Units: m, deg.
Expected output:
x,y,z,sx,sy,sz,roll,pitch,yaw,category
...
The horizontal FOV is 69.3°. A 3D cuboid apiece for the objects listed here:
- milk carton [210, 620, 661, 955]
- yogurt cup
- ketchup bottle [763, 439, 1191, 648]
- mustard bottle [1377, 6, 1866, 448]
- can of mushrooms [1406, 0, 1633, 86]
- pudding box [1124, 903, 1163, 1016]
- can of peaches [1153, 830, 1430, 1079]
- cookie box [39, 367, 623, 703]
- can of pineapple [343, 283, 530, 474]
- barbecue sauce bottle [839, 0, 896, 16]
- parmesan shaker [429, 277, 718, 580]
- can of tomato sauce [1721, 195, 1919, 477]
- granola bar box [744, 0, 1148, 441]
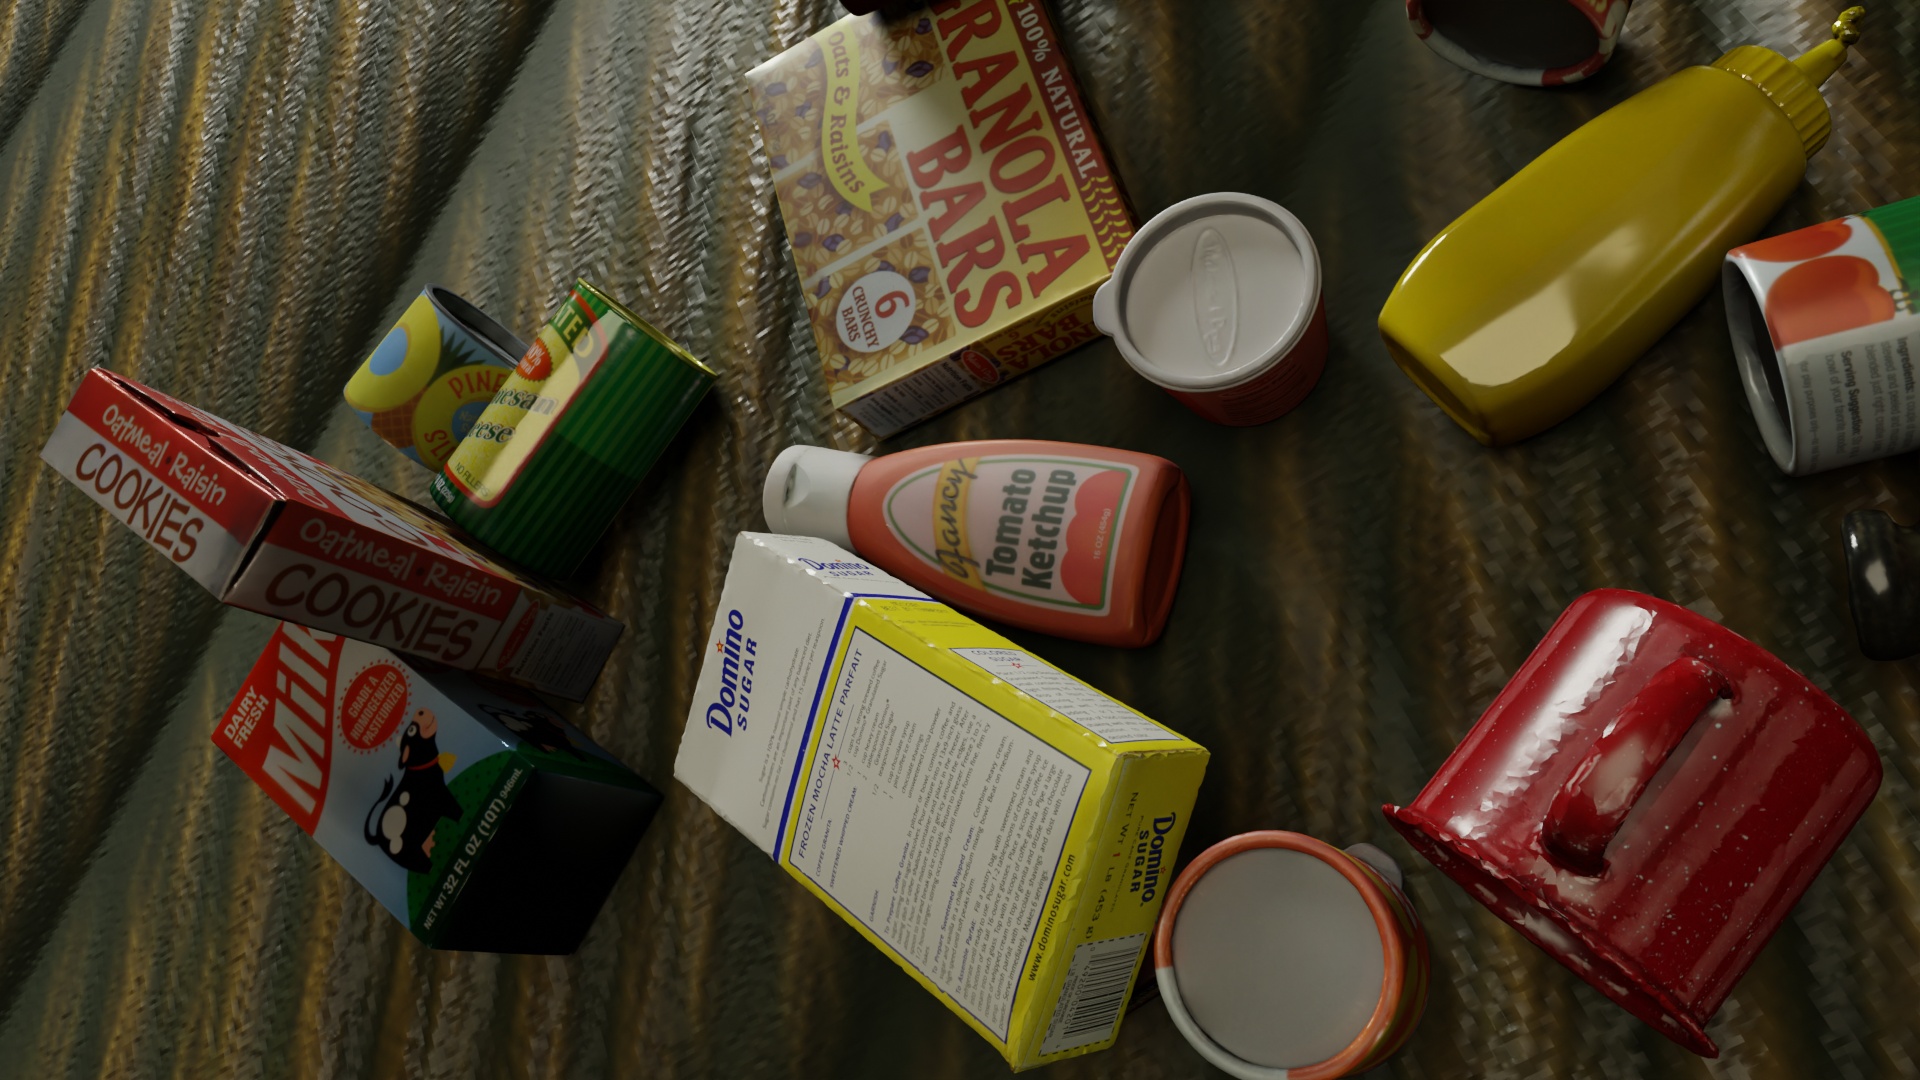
x,y,z,sx,sy,sz,roll,pitch,yaw,category
-0.216,0.077,0.538,0.191,0.073,0.072,27,86,30,milk carton
0.088,-0.071,0.455,0.072,0.054,0.072,-8,70,23,yogurt cup
0.002,-0.006,0.480,0.149,0.043,0.065,10,82,28,ketchup bottle
0.203,-0.098,0.412,0.160,0.048,0.065,-40,60,8,mustard bottle
0.178,-0.176,0.438,0.071,0.071,0.033,22,86,30,can of mushrooms
0.030,0.109,0.435,0.049,0.030,0.084,-36,61,12,pudding box
0.094,0.114,0.387,0.071,0.058,0.071,-8,70,24,can of peaches
-0.223,0.002,0.512,0.123,0.167,0.040,26,85,30,cookie box
-0.215,-0.065,0.589,0.058,0.071,0.071,-50,60,4,can of pineapple
0.017,-0.249,0.511,0.148,0.043,0.065,-16,59,19,barbecue sauce bottle
-0.152,-0.042,0.550,0.071,0.071,0.103,37,91,30,parmesan shaker
0.255,-0.059,0.366,0.083,0.071,0.071,-15,67,21,can of tomato sauce
-0.006,-0.136,0.530,0.124,0.039,0.166,-24,64,16,granola bar box
